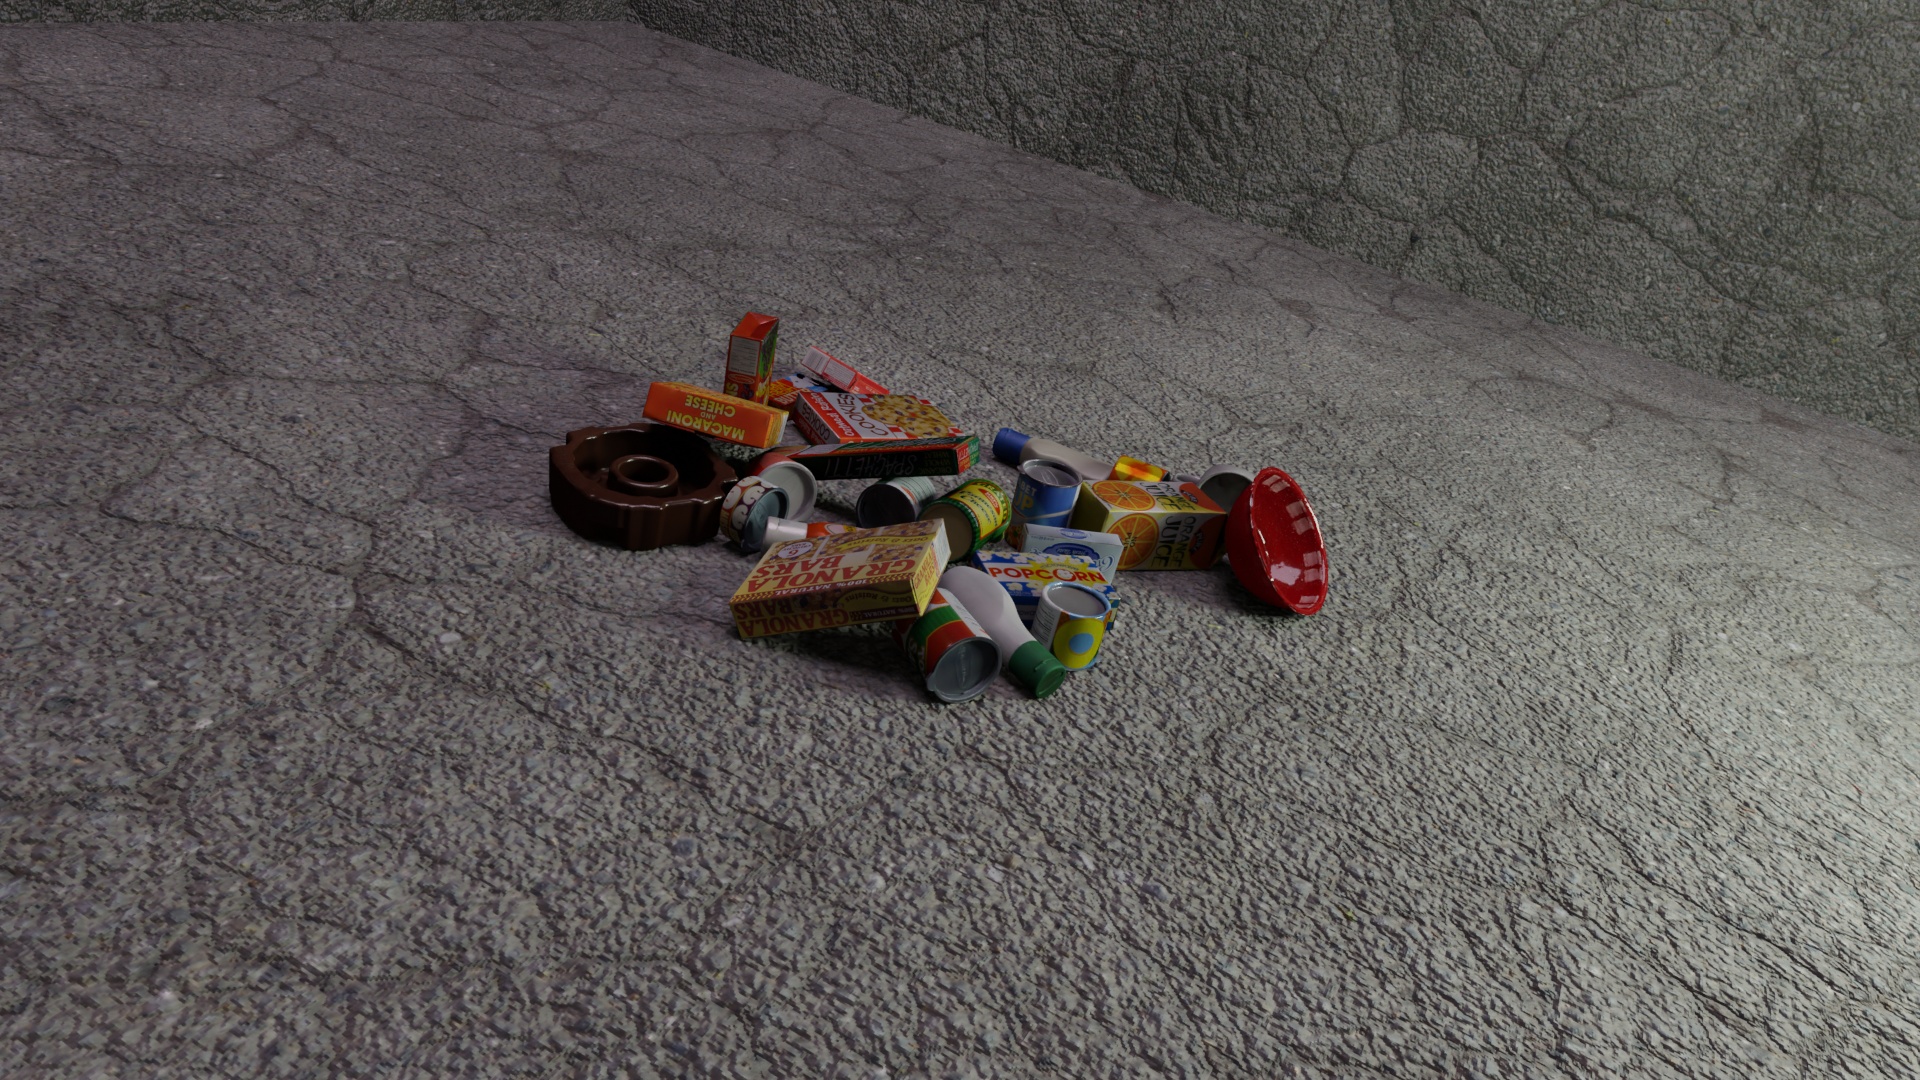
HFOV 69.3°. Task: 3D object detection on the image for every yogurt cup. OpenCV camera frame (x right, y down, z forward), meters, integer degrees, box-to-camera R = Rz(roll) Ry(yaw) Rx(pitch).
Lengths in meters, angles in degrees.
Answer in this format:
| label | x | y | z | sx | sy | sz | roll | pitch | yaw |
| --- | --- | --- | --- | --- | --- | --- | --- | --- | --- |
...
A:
| label | x | y | z | sx | sy | sz | roll | pitch | yaw |
| --- | --- | --- | --- | --- | --- | --- | --- | --- | --- |
| yogurt cup | -0.183 | -0.054 | 1.388 | 0.072 | 0.072 | 0.054 | 0 | 21 | -26 |

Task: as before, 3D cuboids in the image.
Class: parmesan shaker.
| label | x | y | z | sx | sy | sz | roll | pitch | yaw |
| --- | --- | --- | --- | --- | --- | --- | --- | --- | --- |
| parmesan shaker | 0.005 | -0.017 | 1.392 | 0.071 | 0.071 | 0.103 | 21 | 21 | 15 |

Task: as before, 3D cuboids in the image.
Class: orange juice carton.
| label | x | y | z | sx | sy | sz | roll | pitch | yaw |
| --- | --- | --- | --- | --- | --- | --- | --- | --- | --- |
| orange juice carton | 0.214 | -0.016 | 1.494 | 0.193 | 0.072 | 0.072 | 0 | 29 | -27 |

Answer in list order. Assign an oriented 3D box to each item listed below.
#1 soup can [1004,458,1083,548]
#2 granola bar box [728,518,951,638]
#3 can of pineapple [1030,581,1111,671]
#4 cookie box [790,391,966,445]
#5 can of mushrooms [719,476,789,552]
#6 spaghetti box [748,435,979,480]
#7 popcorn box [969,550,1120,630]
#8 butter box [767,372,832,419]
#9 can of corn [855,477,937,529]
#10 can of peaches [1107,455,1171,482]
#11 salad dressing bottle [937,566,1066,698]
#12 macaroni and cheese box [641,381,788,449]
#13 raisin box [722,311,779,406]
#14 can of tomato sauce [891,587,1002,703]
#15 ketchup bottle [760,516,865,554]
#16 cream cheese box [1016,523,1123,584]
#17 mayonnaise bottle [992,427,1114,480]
| label | x | y | z | sx | sy | sz | roll | pitch | yaw |
| --- | --- | --- | --- | --- | --- | --- | --- | --- | --- |
| soup can | 0.083 | -0.035 | 1.455 | 0.071 | 0.083 | 0.071 | 11 | 26 | -5 |
| granola bar box | -0.101 | 0.033 | 1.208 | 0.165 | 0.039 | 0.125 | -8 | 22 | 16 |
| can of pineapple | 0.101 | 0.078 | 1.271 | 0.071 | 0.057 | 0.071 | 11 | 26 | -6 |
| cookie box | -0.093 | -0.127 | 1.600 | 0.168 | 0.040 | 0.123 | -2 | 30 | -31 |
| can of mushrooms | -0.197 | -0.024 | 1.319 | 0.033 | 0.070 | 0.071 | 26 | 29 | 23 |
| spaghetti box | -0.100 | -0.082 | 1.410 | 0.250 | 0.028 | 0.050 | -1 | 18 | 28 |
| popcorn box | 0.079 | 0.048 | 1.340 | 0.127 | 0.038 | 0.085 | 3 | 27 | -21 |
| butter box | -0.202 | -0.170 | 1.648 | 0.053 | 0.024 | 0.104 | 24 | 28 | 20 |
| can of corn | -0.065 | -0.033 | 1.403 | 0.071 | 0.070 | 0.058 | 22 | 26 | 15 |
| can of peaches | 0.200 | -0.059 | 1.577 | 0.058 | 0.071 | 0.071 | 21 | 27 | 16 |
| salad dressing bottle | 0.034 | 0.082 | 1.238 | 0.064 | 0.043 | 0.148 | -39 | 54 | -10 |
| macaroni and cheese box | -0.247 | -0.129 | 1.426 | 0.124 | 0.040 | 0.166 | 15 | 6 | -3 |
| raisin box | -0.234 | -0.181 | 1.543 | 0.040 | 0.122 | 0.086 | 12 | 26 | -1 |
| can of tomato sauce | -0.015 | 0.089 | 1.185 | 0.071 | 0.071 | 0.083 | -2 | 30 | -30 |
| ketchup bottle | -0.112 | 0.009 | 1.311 | 0.149 | 0.043 | 0.065 | 11 | 24 | -12 |
| cream cheese box | 0.108 | 0.016 | 1.401 | 0.104 | 0.053 | 0.024 | 7 | 29 | -15 |
| mayonnaise bottle | 0.109 | -0.090 | 1.626 | 0.148 | 0.041 | 0.065 | 24 | 26 | 21 |
